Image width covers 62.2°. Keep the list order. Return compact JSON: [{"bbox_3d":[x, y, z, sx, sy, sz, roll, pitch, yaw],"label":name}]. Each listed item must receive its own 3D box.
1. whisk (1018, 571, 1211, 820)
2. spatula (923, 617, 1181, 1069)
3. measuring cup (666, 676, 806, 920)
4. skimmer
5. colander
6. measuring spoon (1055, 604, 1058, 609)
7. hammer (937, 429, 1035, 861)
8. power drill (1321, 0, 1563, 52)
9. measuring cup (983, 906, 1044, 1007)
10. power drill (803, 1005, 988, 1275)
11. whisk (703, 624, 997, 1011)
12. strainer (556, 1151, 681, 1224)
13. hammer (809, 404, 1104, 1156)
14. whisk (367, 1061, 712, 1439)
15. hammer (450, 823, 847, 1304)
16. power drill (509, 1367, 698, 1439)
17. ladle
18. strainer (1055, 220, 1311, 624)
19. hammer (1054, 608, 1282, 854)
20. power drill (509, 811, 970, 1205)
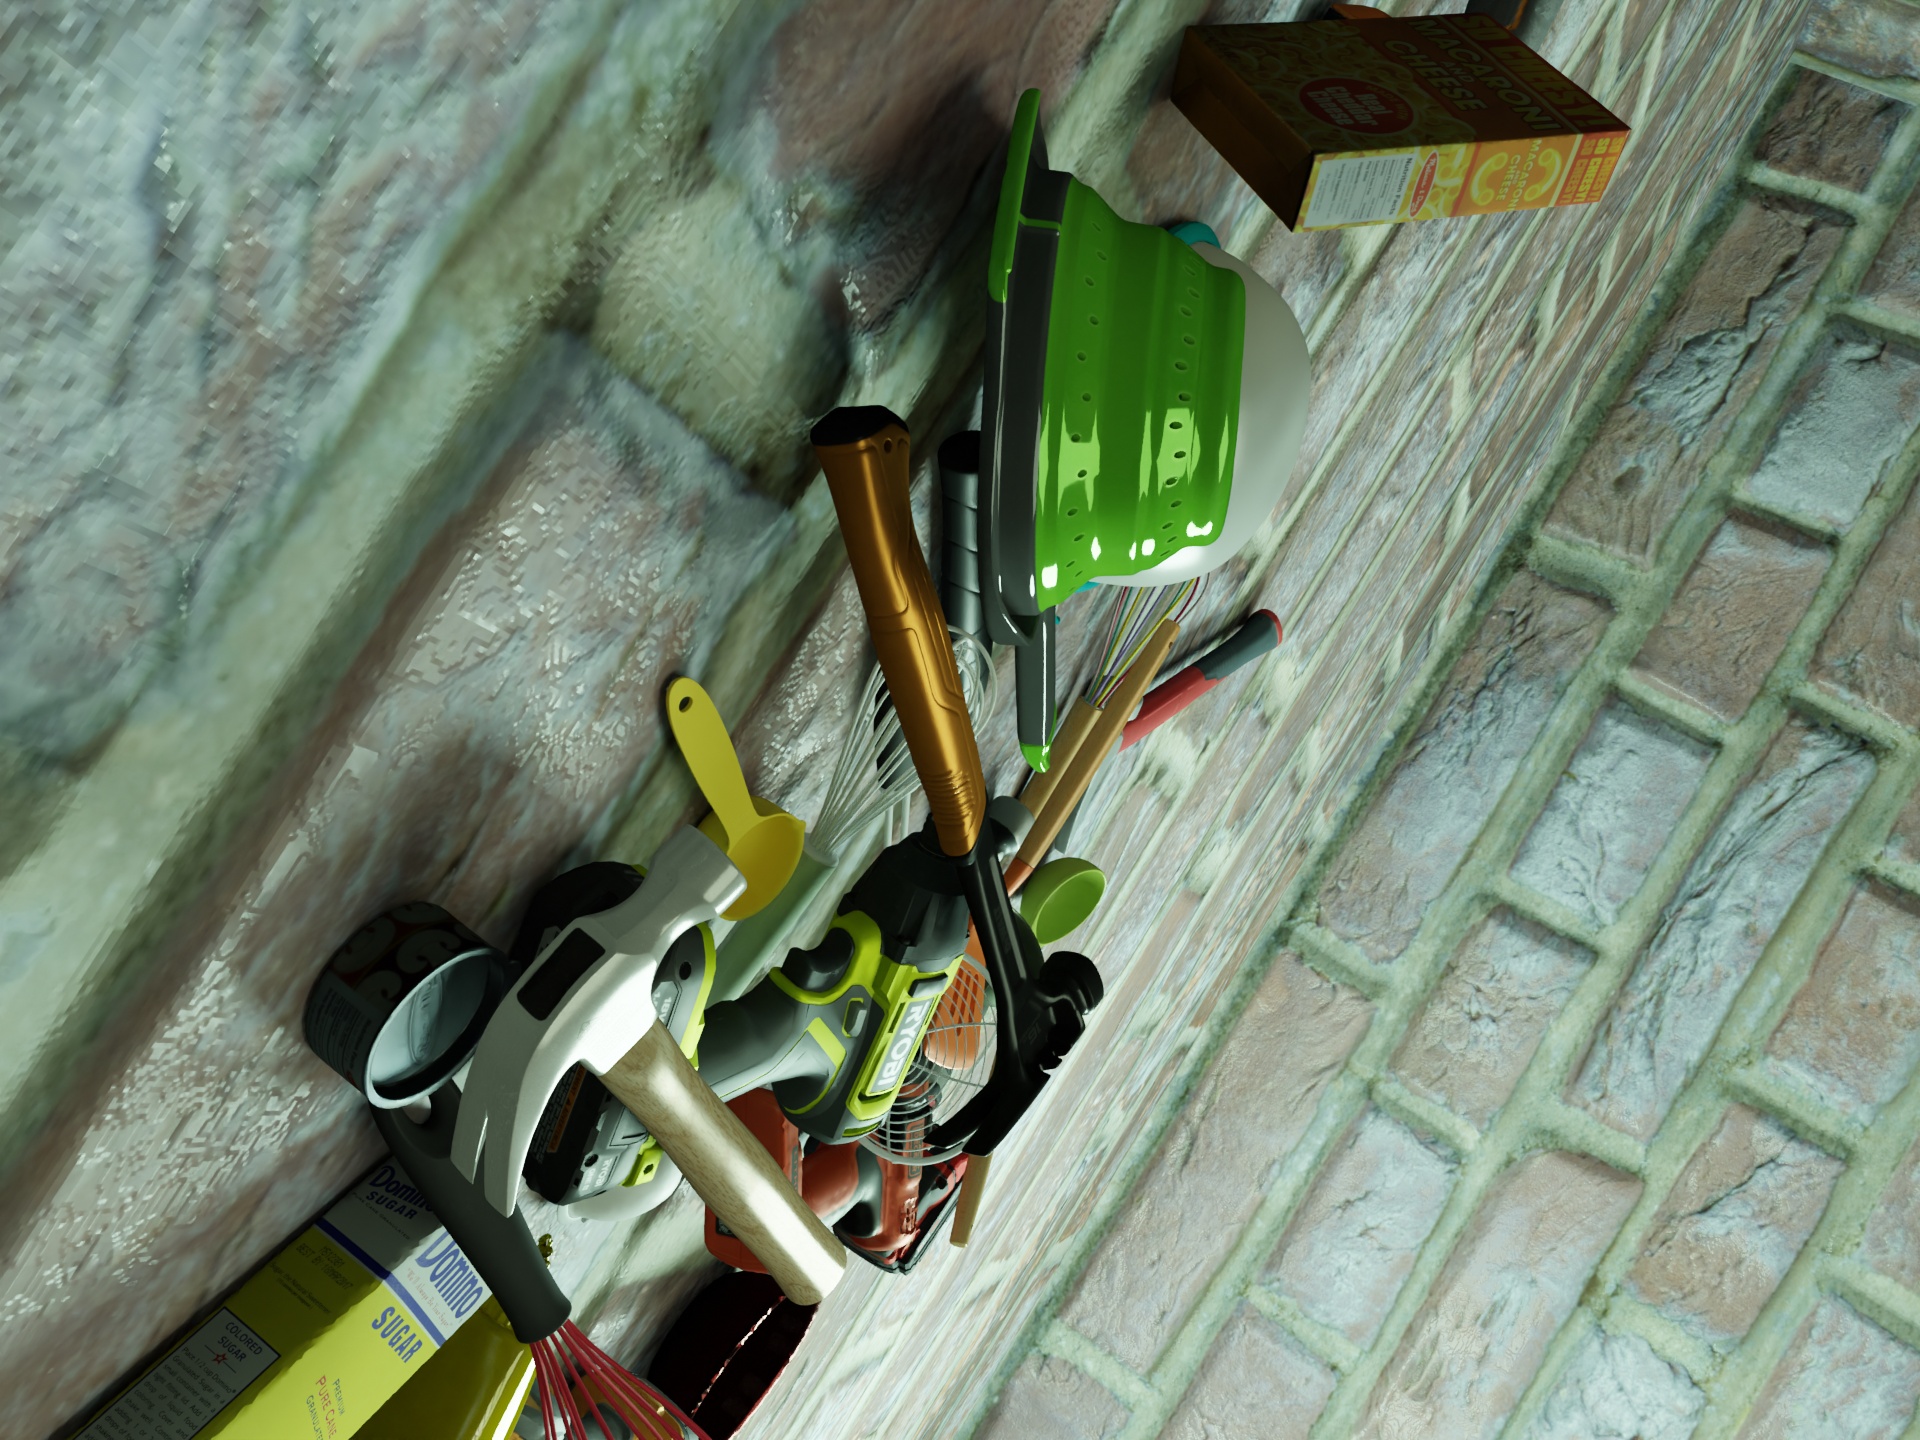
[{"bbox_3d":[0.101,-0.029,1.090,0.051,0.047,0.245,8,116,-54],"label":"whisk"},{"bbox_3d":[0.062,0.076,1.031,0.322,0.041,0.081,-58,150,-4],"label":"spatula"},{"bbox_3d":[-0.109,0.030,0.695,0.062,0.029,0.156,-44,145,-25],"label":"measuring cup"},{"bbox_3d":[-0.017,0.094,0.854,0.127,0.090,0.363,-24,137,-30],"label":"skimmer"},{"bbox_3d":[0.070,-0.086,0.718,0.396,0.094,0.205,85,12,-57],"label":"colander"},{"bbox_3d":[0.059,-0.095,0.920,0.034,0.018,0.124,-49,158,-26],"label":"measuring spoon"},{"bbox_3d":[-0.001,-0.003,0.887,0.149,0.036,0.408,-47,157,-29],"label":"hammer"},{"bbox_3d":[0.274,-0.407,0.825,0.226,0.164,0.084,-54,165,26],"label":"power drill"},{"bbox_3d":[0.004,0.182,1.096,0.038,0.083,0.167,-36,180,31],"label":"measuring cup"},{"bbox_3d":[-0.035,0.297,1.187,0.188,0.080,0.226,-51,156,-30],"label":"power drill"},{"bbox_3d":[-0.065,0.056,0.768,0.246,0.059,0.058,-53,179,15],"label":"whisk"},{"bbox_3d":[-0.151,0.167,0.762,0.087,0.050,0.258,-37,148,-51],"label":"strainer"},{"bbox_3d":[-0.008,0.028,0.690,0.127,0.034,0.336,-45,129,-45],"label":"hammer"},{"bbox_3d":[-0.156,0.253,0.627,0.073,0.073,0.295,-39,113,-44],"label":"whisk"},{"bbox_3d":[-0.100,0.174,0.636,0.130,0.031,0.331,-45,148,-20],"label":"hammer"},{"bbox_3d":[-0.250,0.437,0.857,0.185,0.084,0.226,-55,156,-11],"label":"power drill"},{"bbox_3d":[0.049,0.239,1.186,0.078,0.062,0.320,80,22,-51],"label":"ladle"},{"bbox_3d":[0.164,-0.180,0.919,0.340,0.095,0.210,-39,147,-52],"label":"strainer"},{"bbox_3d":[0.177,-0.014,1.306,0.386,0.038,0.143,-29,146,-55],"label":"hammer"},{"bbox_3d":[-0.089,0.120,0.704,0.223,0.080,0.171,0,118,-52],"label":"power drill"}]
